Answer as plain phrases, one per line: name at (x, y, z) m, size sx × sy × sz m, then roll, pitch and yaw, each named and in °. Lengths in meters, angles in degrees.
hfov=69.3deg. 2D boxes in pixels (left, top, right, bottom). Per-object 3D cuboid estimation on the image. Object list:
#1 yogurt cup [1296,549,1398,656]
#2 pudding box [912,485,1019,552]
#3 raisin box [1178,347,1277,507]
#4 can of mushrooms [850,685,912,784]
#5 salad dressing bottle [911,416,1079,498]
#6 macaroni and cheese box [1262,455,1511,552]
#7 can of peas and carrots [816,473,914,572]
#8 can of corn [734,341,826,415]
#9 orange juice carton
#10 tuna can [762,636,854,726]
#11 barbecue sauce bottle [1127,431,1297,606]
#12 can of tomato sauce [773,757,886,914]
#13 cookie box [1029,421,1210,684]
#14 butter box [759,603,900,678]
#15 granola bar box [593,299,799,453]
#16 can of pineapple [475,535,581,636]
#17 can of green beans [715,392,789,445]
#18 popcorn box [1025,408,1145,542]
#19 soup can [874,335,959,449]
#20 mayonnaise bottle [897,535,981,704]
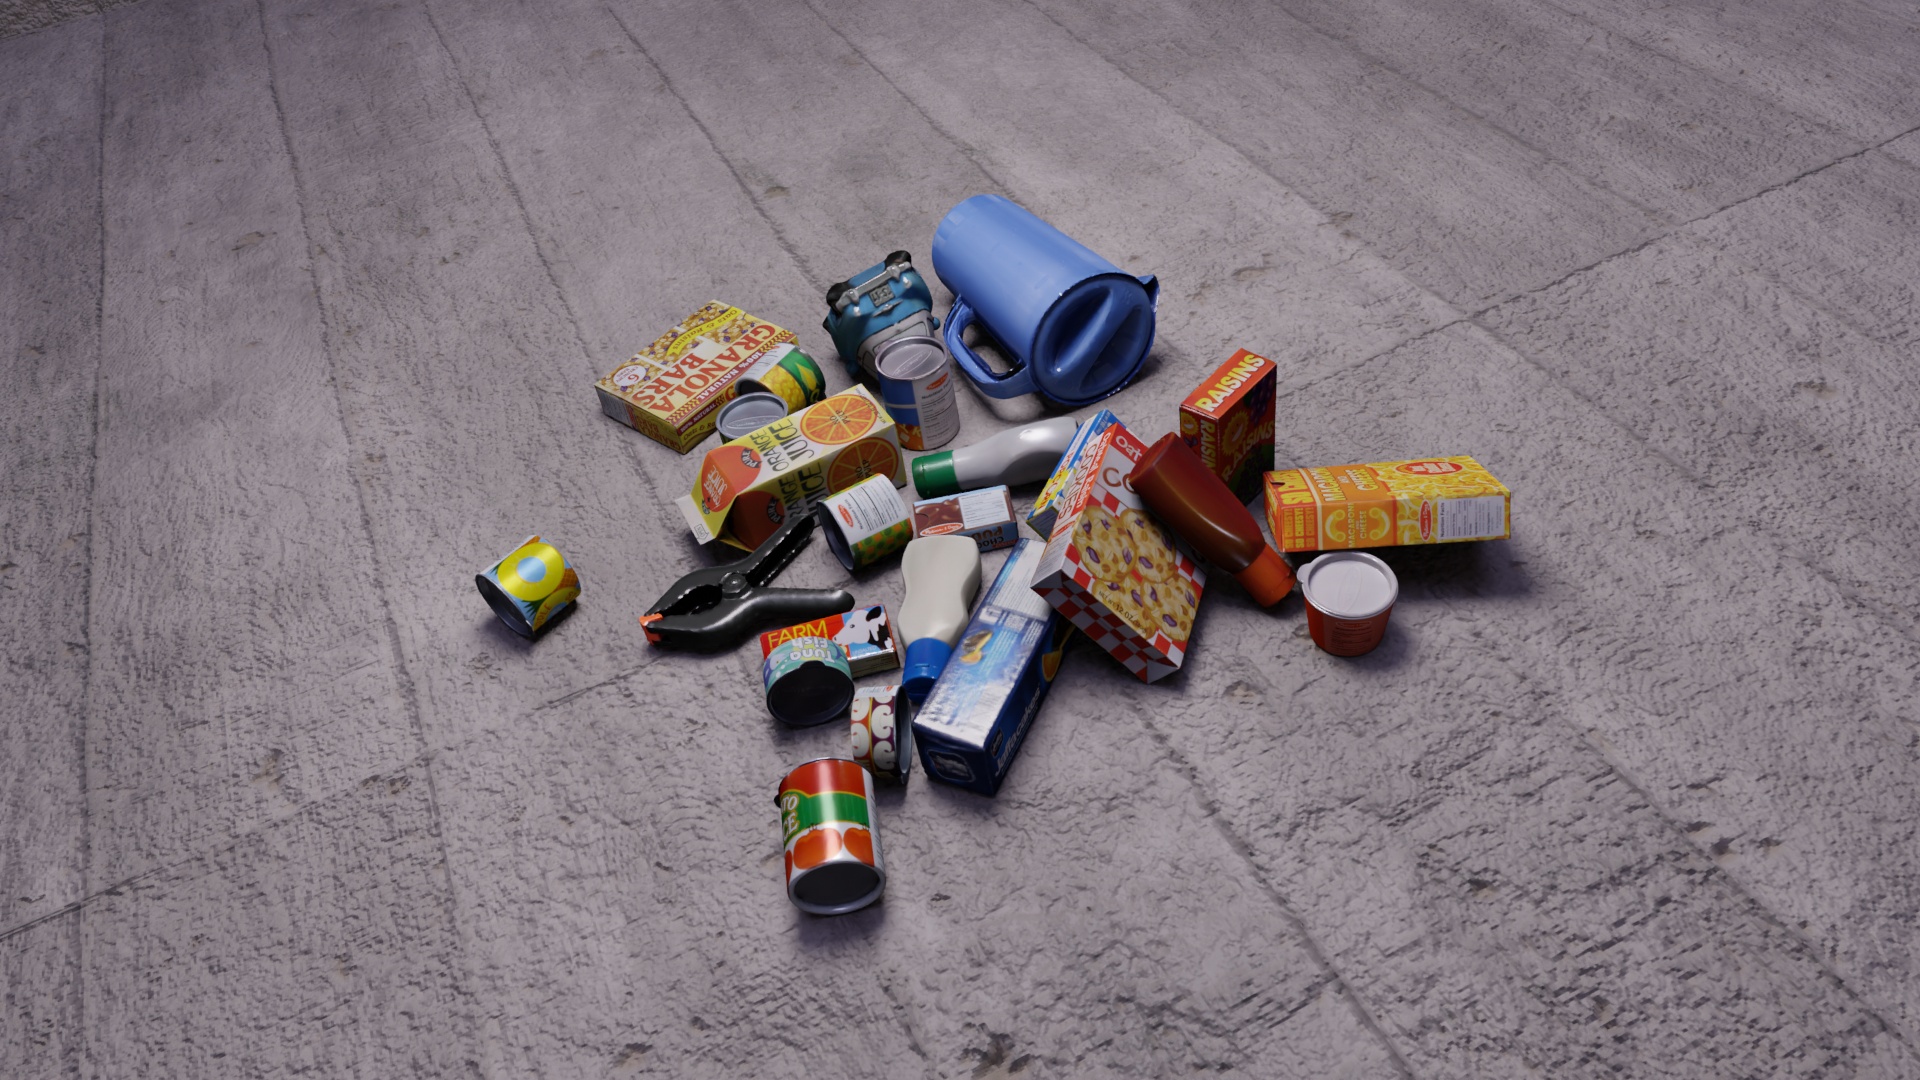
yogurt cup at (0.288, 0.049, 1.033) m, size 0.072 × 0.053 × 0.073 m, roll -5°, pitch 44°, yaw 5°
pudding box at (0.004, -0.015, 1.171) m, size 0.084 × 0.030 × 0.050 m, roll -12°, pitch 45°, yaw -1°
raisin box at (0.219, -0.081, 1.132) m, size 0.040 × 0.122 × 0.086 m, roll 29°, pitch 56°, yaw 33°
can of mushrooms at (-0.056, 0.140, 0.997) m, size 0.033 × 0.070 × 0.071 m, roll -3°, pitch 44°, yaw 7°
salad dressing bottle at (0.033, -0.069, 1.203) m, size 0.147 × 0.064 × 0.044 m, roll -12°, pitch 65°, yaw 9°
macaroni and cheese box at (0.326, -0.030, 1.082) m, size 0.166 × 0.040 × 0.124 m, roll -4°, pitch 15°, yaw 7°
can of peas and carrots at (-0.080, -0.015, 1.163) m, size 0.059 × 0.070 × 0.071 m, roll -27°, pitch 46°, yaw -17°
can of corn at (-0.169, -0.142, 1.313) m, size 0.071 × 0.070 × 0.058 m, roll 21°, pitch 52°, yaw 29°
orange juice carton at (-0.150, -0.056, 1.212) m, size 0.193 × 0.072 × 0.072 m, roll -26°, pitch 46°, yaw -15°
tuna can at (-0.114, 0.104, 1.041) m, size 0.071 × 0.070 × 0.033 m, roll -14°, pitch 42°, yaw -4°
barbecue sauce bottle at (0.195, -0.013, 1.063) m, size 0.148 × 0.043 × 0.065 m, roll 45°, pitch 40°, yaw -7°
can of tomato sauce at (-0.089, 0.200, 0.939) m, size 0.071 × 0.070 × 0.083 m, roll -12°, pitch 44°, yaw -1°
cookie box at (0.133, 0.006, 1.065) m, size 0.040 × 0.123 × 0.168 m, roll -35°, pitch 22°, yaw 45°
butter box at (-0.103, 0.086, 1.090) m, size 0.103 × 0.024 × 0.053 m, roll -14°, pitch 44°, yaw -4°
granola bar box at (-0.257, -0.166, 1.370) m, size 0.124 × 0.038 × 0.166 m, roll 26°, pitch 54°, yaw 32°
can of pineapple at (-0.359, 0.039, 1.160) m, size 0.071 × 0.070 × 0.058 m, roll 26°, pitch 54°, yaw 32°
can of green beans at (-0.184, -0.093, 1.267) m, size 0.071 × 0.057 × 0.071 m, roll -5°, pitch 44°, yaw 5°
popcorn box at (0.116, -0.036, 1.132) m, size 0.038 × 0.085 × 0.127 m, roll -32°, pitch 21°, yaw 49°
soup can at (-0.040, -0.135, 1.265) m, size 0.071 × 0.083 × 0.072 m, roll -5°, pitch 43°, yaw 5°
mayonnaise bottle at (-0.020, 0.060, 1.091) m, size 0.065 × 0.041 × 0.149 m, roll -2°, pitch 45°, yaw 10°
